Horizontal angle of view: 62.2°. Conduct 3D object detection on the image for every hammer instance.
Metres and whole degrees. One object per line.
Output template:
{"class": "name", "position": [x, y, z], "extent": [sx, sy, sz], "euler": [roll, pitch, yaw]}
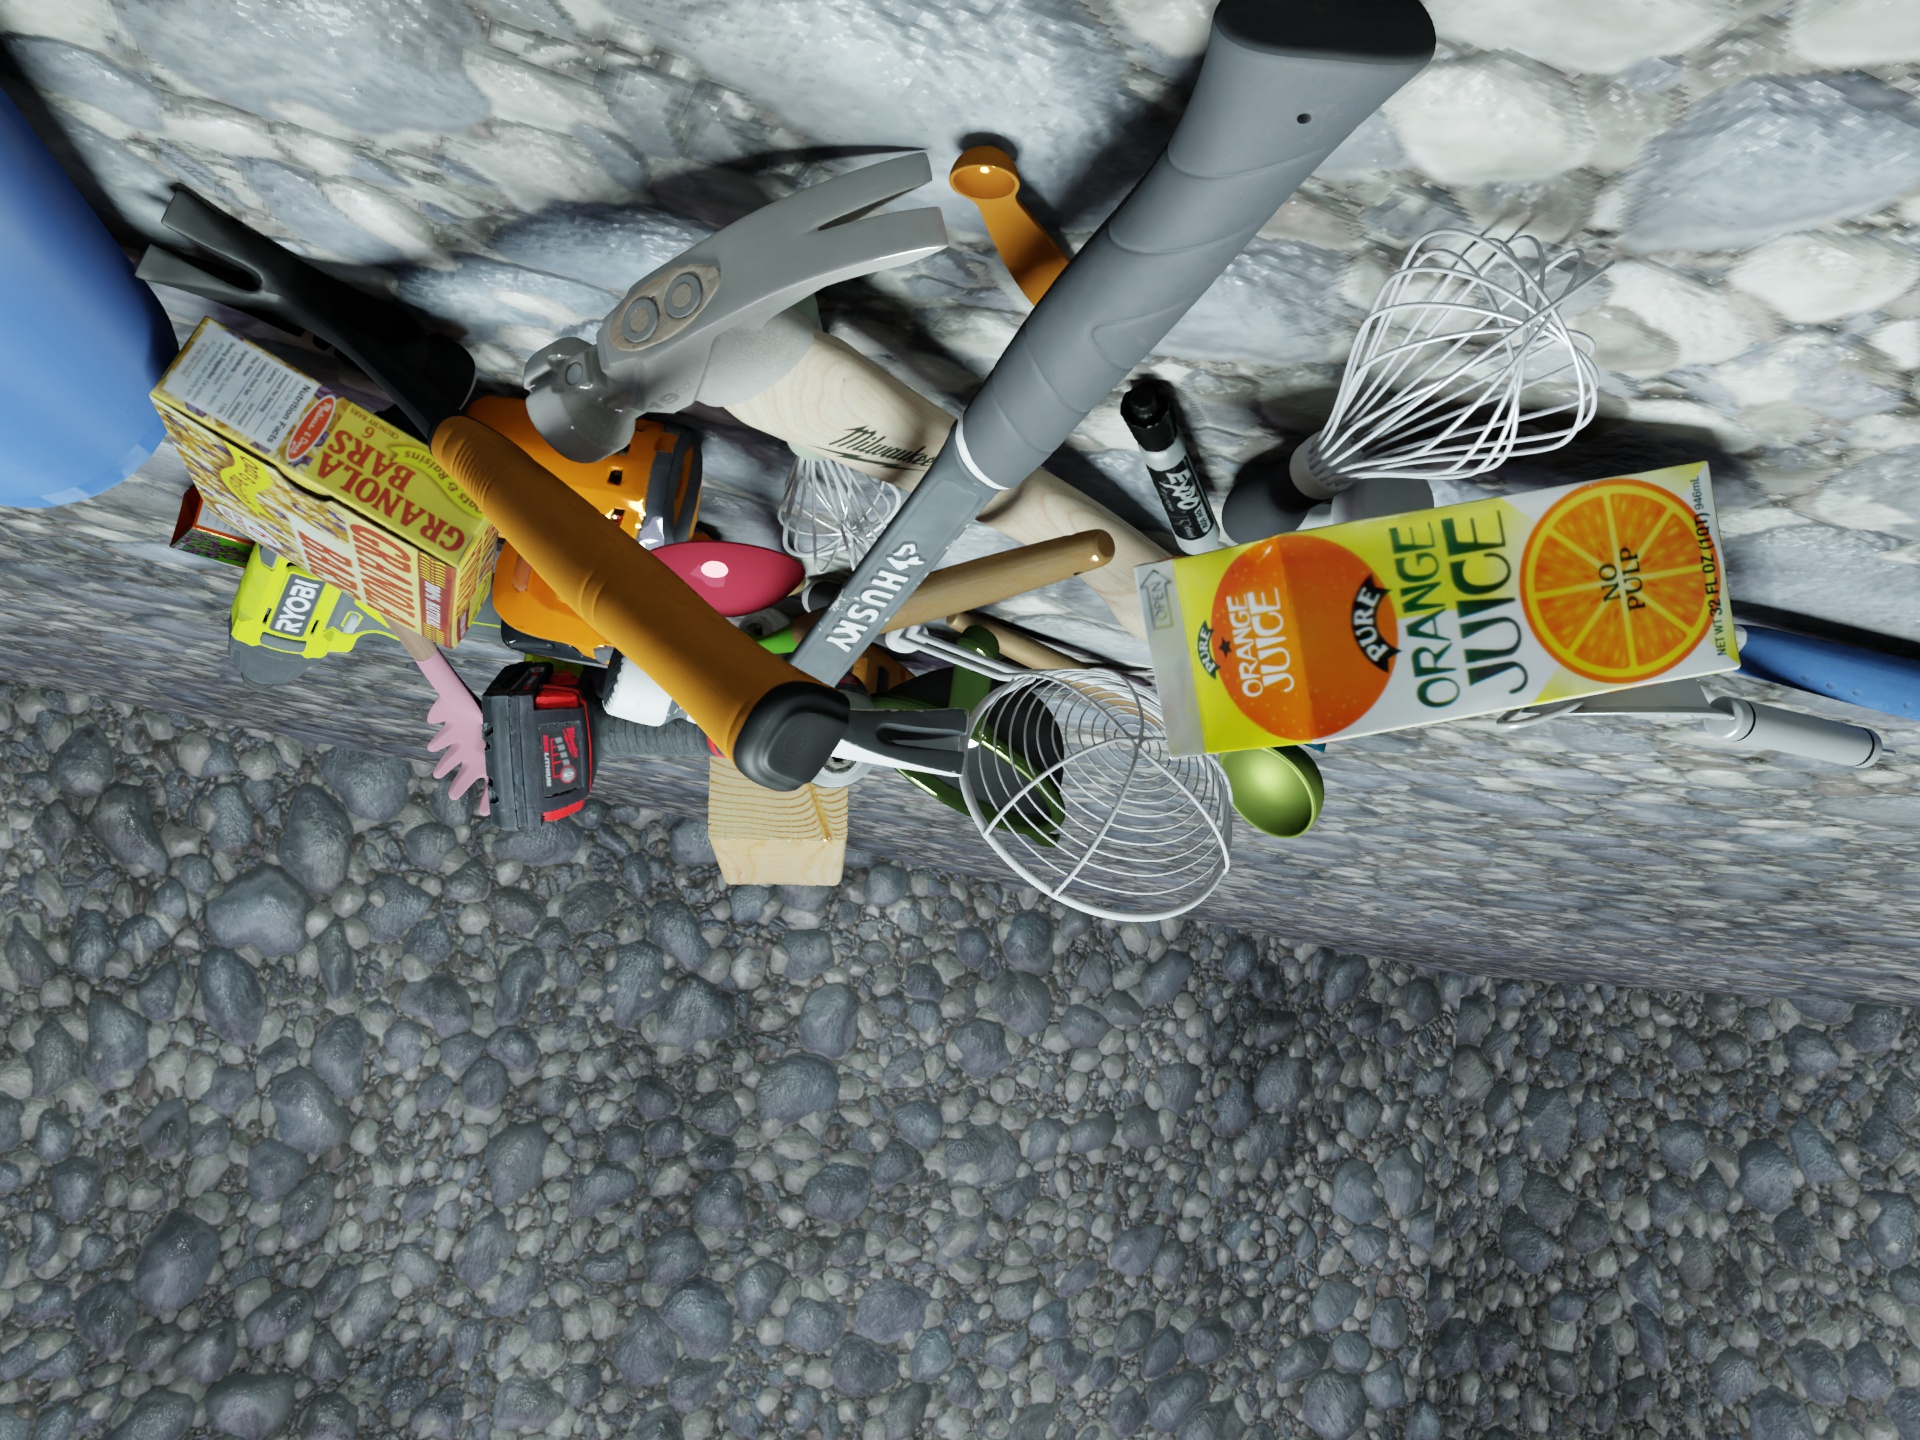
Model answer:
{"class": "hammer", "position": [0.327, -0.037, 0.708], "extent": [0.405, 0.035, 0.144], "euler": [12, 170, -12]}
{"class": "hammer", "position": [0.005, -0.072, 0.502], "extent": [0.149, 0.036, 0.409], "euler": [15, 152, -20]}
{"class": "hammer", "position": [0.028, -0.092, 0.631], "extent": [0.146, 0.038, 0.410], "euler": [-21, 161, 26]}
{"class": "hammer", "position": [-0.148, -0.078, 0.505], "extent": [0.337, 0.034, 0.127], "euler": [38, -171, 38]}

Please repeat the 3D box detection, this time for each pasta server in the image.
{"class": "pasta server", "position": [-0.315, -0.050, 0.889], "extent": [0.060, 0.040, 0.315], "euler": [7, 144, 19]}

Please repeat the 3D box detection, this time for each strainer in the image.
{"class": "strainer", "position": [0.323, -0.004, 0.682], "extent": [0.258, 0.050, 0.087], "euler": [9, 177, -30]}
{"class": "strainer", "position": [0.015, -0.014, 0.981], "extent": [0.151, 0.069, 0.256], "euler": [28, 158, 9]}

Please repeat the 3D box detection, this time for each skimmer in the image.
{"class": "skimmer", "position": [-0.001, -0.003, 0.796], "extent": [0.127, 0.090, 0.364], "euler": [-6, -164, -28]}

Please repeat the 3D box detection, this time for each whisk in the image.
{"class": "whisk", "position": [-0.056, -0.113, 0.645], "extent": [0.059, 0.058, 0.246], "euler": [-24, 168, -5]}
{"class": "whisk", "position": [0.134, -0.094, 0.534], "extent": [0.070, 0.070, 0.284], "euler": [11, 175, -5]}

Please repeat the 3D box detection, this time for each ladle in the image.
{"class": "ladle", "position": [0.117, 0.002, 1.028], "extent": [0.320, 0.062, 0.078], "euler": [23, 162, -32]}
{"class": "ladle", "position": [-0.098, -0.068, 0.777], "extent": [0.069, 0.031, 0.315], "euler": [1, -175, 0]}

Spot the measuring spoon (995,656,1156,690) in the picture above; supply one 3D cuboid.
{"class": "measuring spoon", "position": [0.080, -0.033, 1.046], "extent": [0.124, 0.018, 0.034], "euler": [0, 156, 14]}

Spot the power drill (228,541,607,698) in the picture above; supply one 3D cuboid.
{"class": "power drill", "position": [-0.322, -0.055, 0.972], "extent": [0.223, 0.080, 0.171], "euler": [15, 138, -29]}

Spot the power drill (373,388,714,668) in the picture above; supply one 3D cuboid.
{"class": "power drill", "position": [-0.202, -0.093, 0.789], "extent": [0.164, 0.084, 0.226], "euler": [10, 166, 1]}

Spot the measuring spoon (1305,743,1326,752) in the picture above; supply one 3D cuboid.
{"class": "measuring spoon", "position": [0.194, -0.012, 1.045], "extent": [0.128, 0.021, 0.042], "euler": [26, -178, -29]}

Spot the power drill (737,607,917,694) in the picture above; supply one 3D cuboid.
{"class": "power drill", "position": [-0.162, -0.033, 1.091], "extent": [0.226, 0.084, 0.185], "euler": [0, 167, 24]}

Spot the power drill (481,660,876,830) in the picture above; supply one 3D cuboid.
{"class": "power drill", "position": [-0.155, 0.009, 0.914], "extent": [0.219, 0.078, 0.143], "euler": [-3, -168, -8]}

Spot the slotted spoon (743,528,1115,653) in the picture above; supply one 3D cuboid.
{"class": "slotted spoon", "position": [-0.049, -0.042, 0.679], "extent": [0.070, 0.031, 0.314], "euler": [-11, 180, -41]}

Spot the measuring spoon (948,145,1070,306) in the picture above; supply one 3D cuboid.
{"class": "measuring spoon", "position": [0.023, -0.144, 0.482], "extent": [0.021, 0.011, 0.116], "euler": [1, 171, 20]}
